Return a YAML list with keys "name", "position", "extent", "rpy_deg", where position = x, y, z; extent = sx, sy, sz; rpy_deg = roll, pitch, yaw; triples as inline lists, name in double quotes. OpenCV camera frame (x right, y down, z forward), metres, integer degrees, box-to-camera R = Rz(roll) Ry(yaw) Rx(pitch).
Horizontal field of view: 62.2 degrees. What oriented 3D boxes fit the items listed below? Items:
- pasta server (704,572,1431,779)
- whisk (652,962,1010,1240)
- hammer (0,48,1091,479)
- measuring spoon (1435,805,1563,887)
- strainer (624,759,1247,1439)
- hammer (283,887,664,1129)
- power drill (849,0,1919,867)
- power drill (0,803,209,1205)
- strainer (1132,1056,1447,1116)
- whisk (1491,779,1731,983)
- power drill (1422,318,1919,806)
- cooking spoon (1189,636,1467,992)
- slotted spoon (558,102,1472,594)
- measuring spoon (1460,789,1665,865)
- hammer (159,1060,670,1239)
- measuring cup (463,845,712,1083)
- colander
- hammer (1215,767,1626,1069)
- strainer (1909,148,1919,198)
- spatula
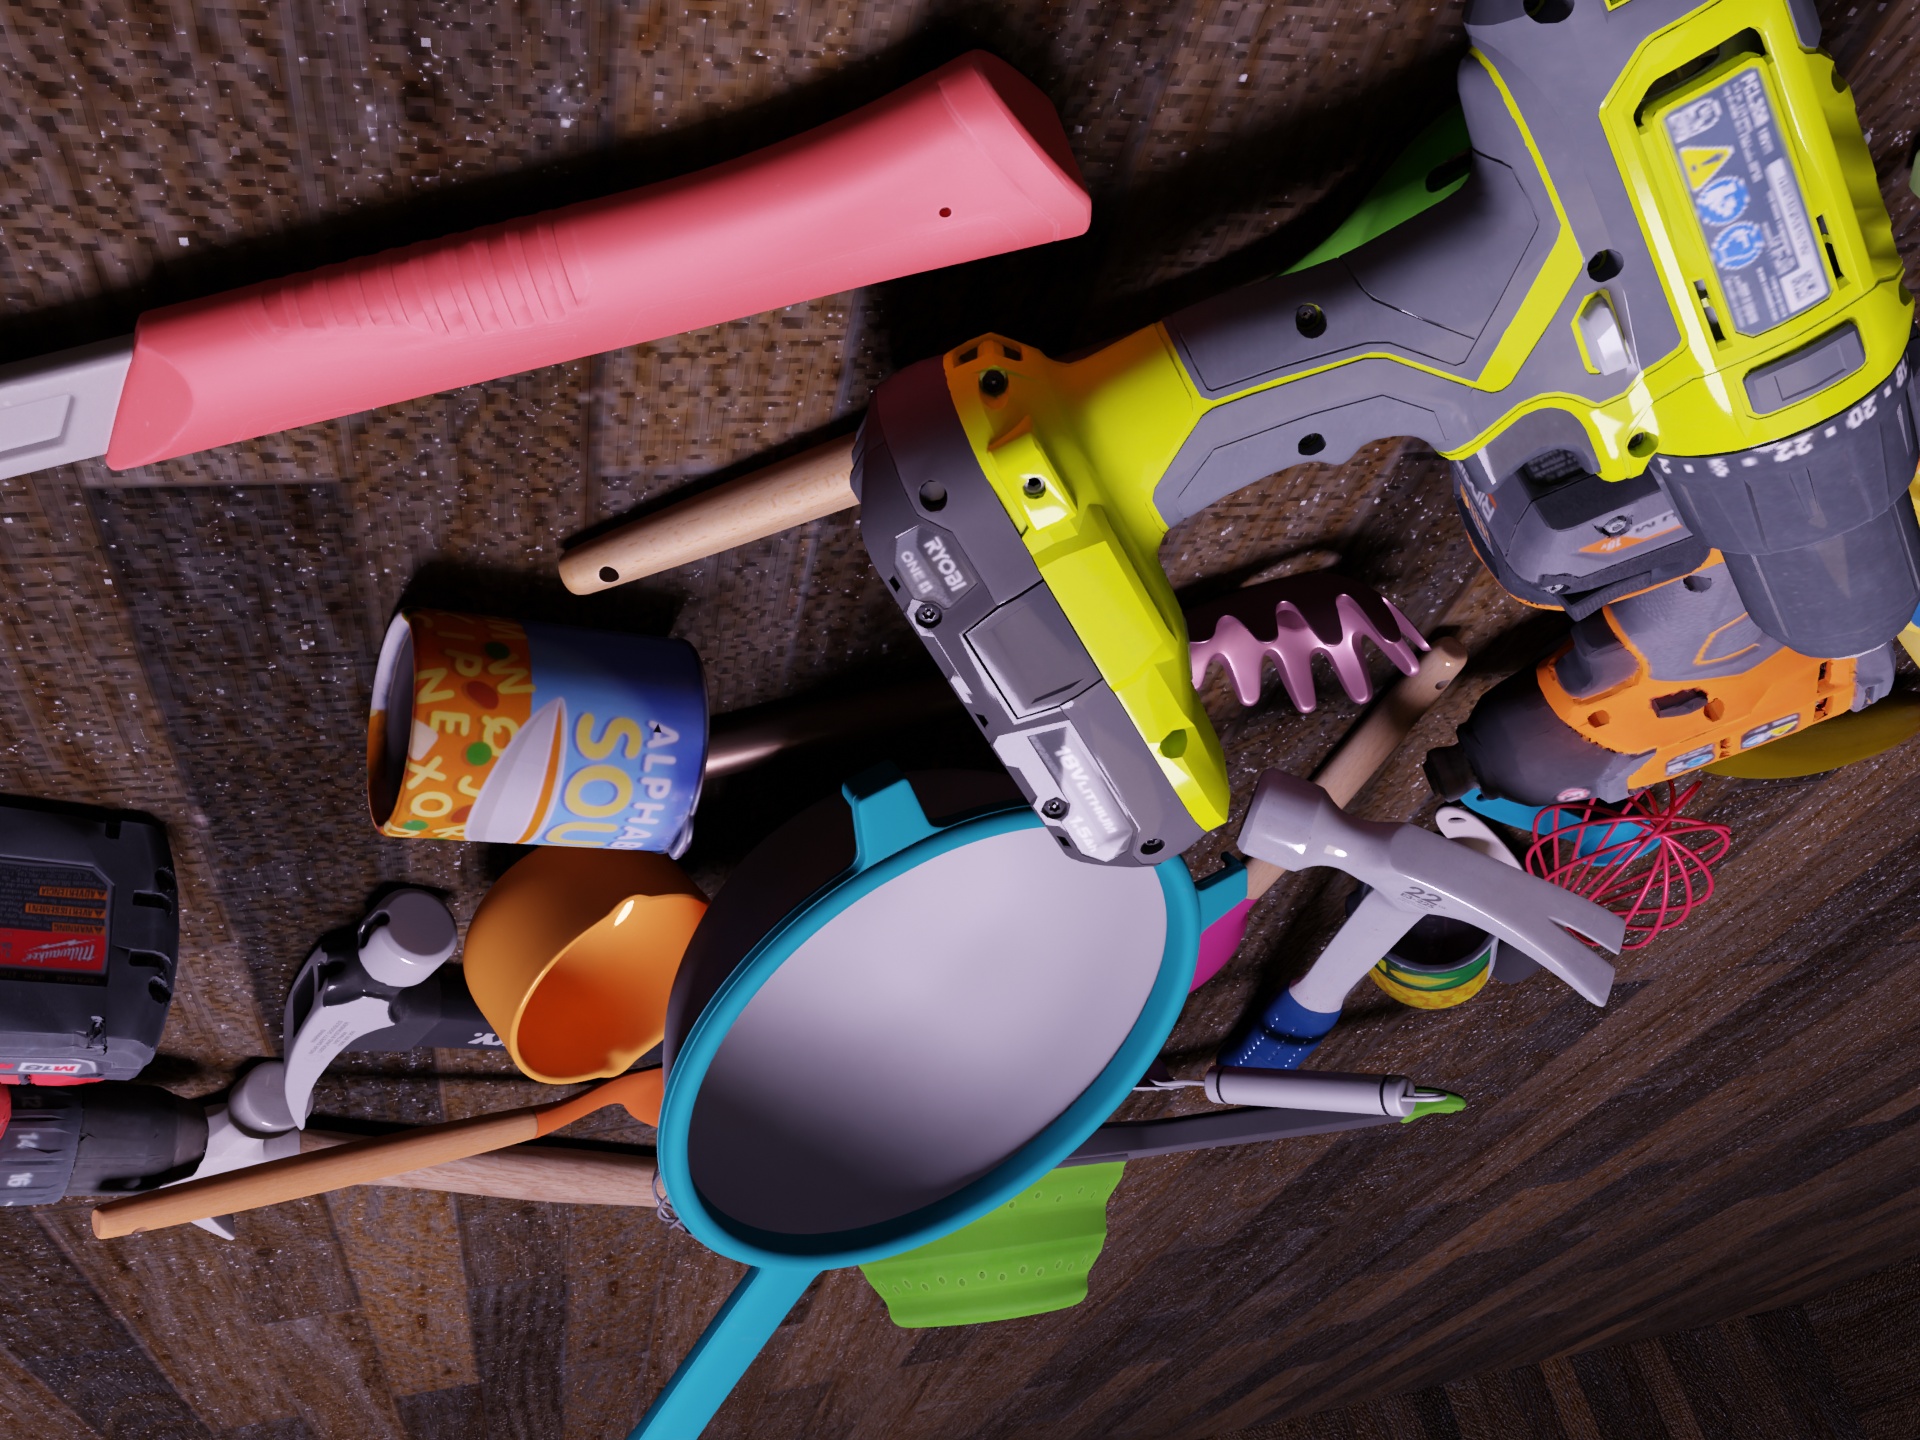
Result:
- name: "pasta server"
  position: [-0.001, -0.002, 0.539]
  extent: [0.316, 0.040, 0.060]
  rpy_deg: [-13, 159, -1]
- name: "whisk"
  position: [-0.061, 0.171, 0.713]
  extent: [0.055, 0.055, 0.239]
  rpy_deg: [20, 129, -43]
- name: "hammer"
  position: [-0.148, -0.076, 0.361]
  extent: [0.359, 0.037, 0.149]
  rpy_deg: [-14, 148, -1]
- name: "measuring spoon"
  position: [0.260, 0.061, 0.774]
  extent: [0.034, 0.018, 0.124]
  rpy_deg: [-14, 147, 35]
- name: "strainer"
  position: [-0.057, 0.143, 0.596]
  extent: [0.210, 0.095, 0.340]
  rpy_deg: [17, 114, -43]
- name: "hammer"
  position: [-0.133, 0.144, 0.714]
  extent: [0.334, 0.035, 0.146]
  rpy_deg: [16, 136, -40]
- name: "power drill"
  position: [0.108, -0.058, 0.382]
  extent: [0.228, 0.080, 0.190]
  rpy_deg: [-27, 115, 13]
- name: "power drill"
  position: [-0.337, 0.117, 0.548]
  extent: [0.187, 0.080, 0.226]
  rpy_deg: [13, 142, -37]
- name: "strainer"
  position: [0.128, 0.184, 0.816]
  extent: [0.258, 0.050, 0.086]
  rpy_deg: [-7, 167, 42]
- name: "whisk"
  position: [0.278, 0.083, 0.727]
  extent: [0.073, 0.073, 0.295]
  rpy_deg: [-16, 160, 2]
- name: "power drill"
  position: [0.222, -0.042, 0.525]
  extent: [0.164, 0.084, 0.226]
  rpy_deg: [-23, 148, 13]
- name: "cooking spoon"
  position: [0.140, 0.063, 0.717]
  extent: [0.068, 0.017, 0.318]
  rpy_deg: [-4, 147, -22]
- name: "slotted spoon"
  position: [0.034, -0.092, 0.423]
  extent: [0.314, 0.031, 0.070]
  rpy_deg: [-19, 131, 10]
- name: "measuring spoon"
  position: [0.281, 0.041, 0.752]
  extent: [0.128, 0.021, 0.042]
  rpy_deg: [17, 139, -28]
- name: "hammer"
  position: [-0.235, 0.229, 0.806]
  extent: [0.130, 0.031, 0.331]
  rpy_deg: [-35, 143, 29]
- name: "measuring cup"
  position: [-0.104, 0.068, 0.601]
  extent: [0.173, 0.052, 0.095]
  rpy_deg: [-24, 141, -37]
- name: "colander"
  position: [0.092, 0.275, 0.894]
  extent: [0.397, 0.095, 0.204]
  rpy_deg: [-8, 162, 0]
- name: "hammer"
  position: [0.174, 0.129, 0.746]
  extent: [0.144, 0.035, 0.405]
  rpy_deg: [21, 159, 9]
- name: "strainer"
  position: [0.377, -0.192, 0.372]
  extent: [0.151, 0.069, 0.256]
  rpy_deg: [2, 146, -26]
- name: "spatula"
  position: [-0.213, 0.195, 0.718]
  extent: [0.322, 0.041, 0.081]
  rpy_deg: [-2, 148, -45]
